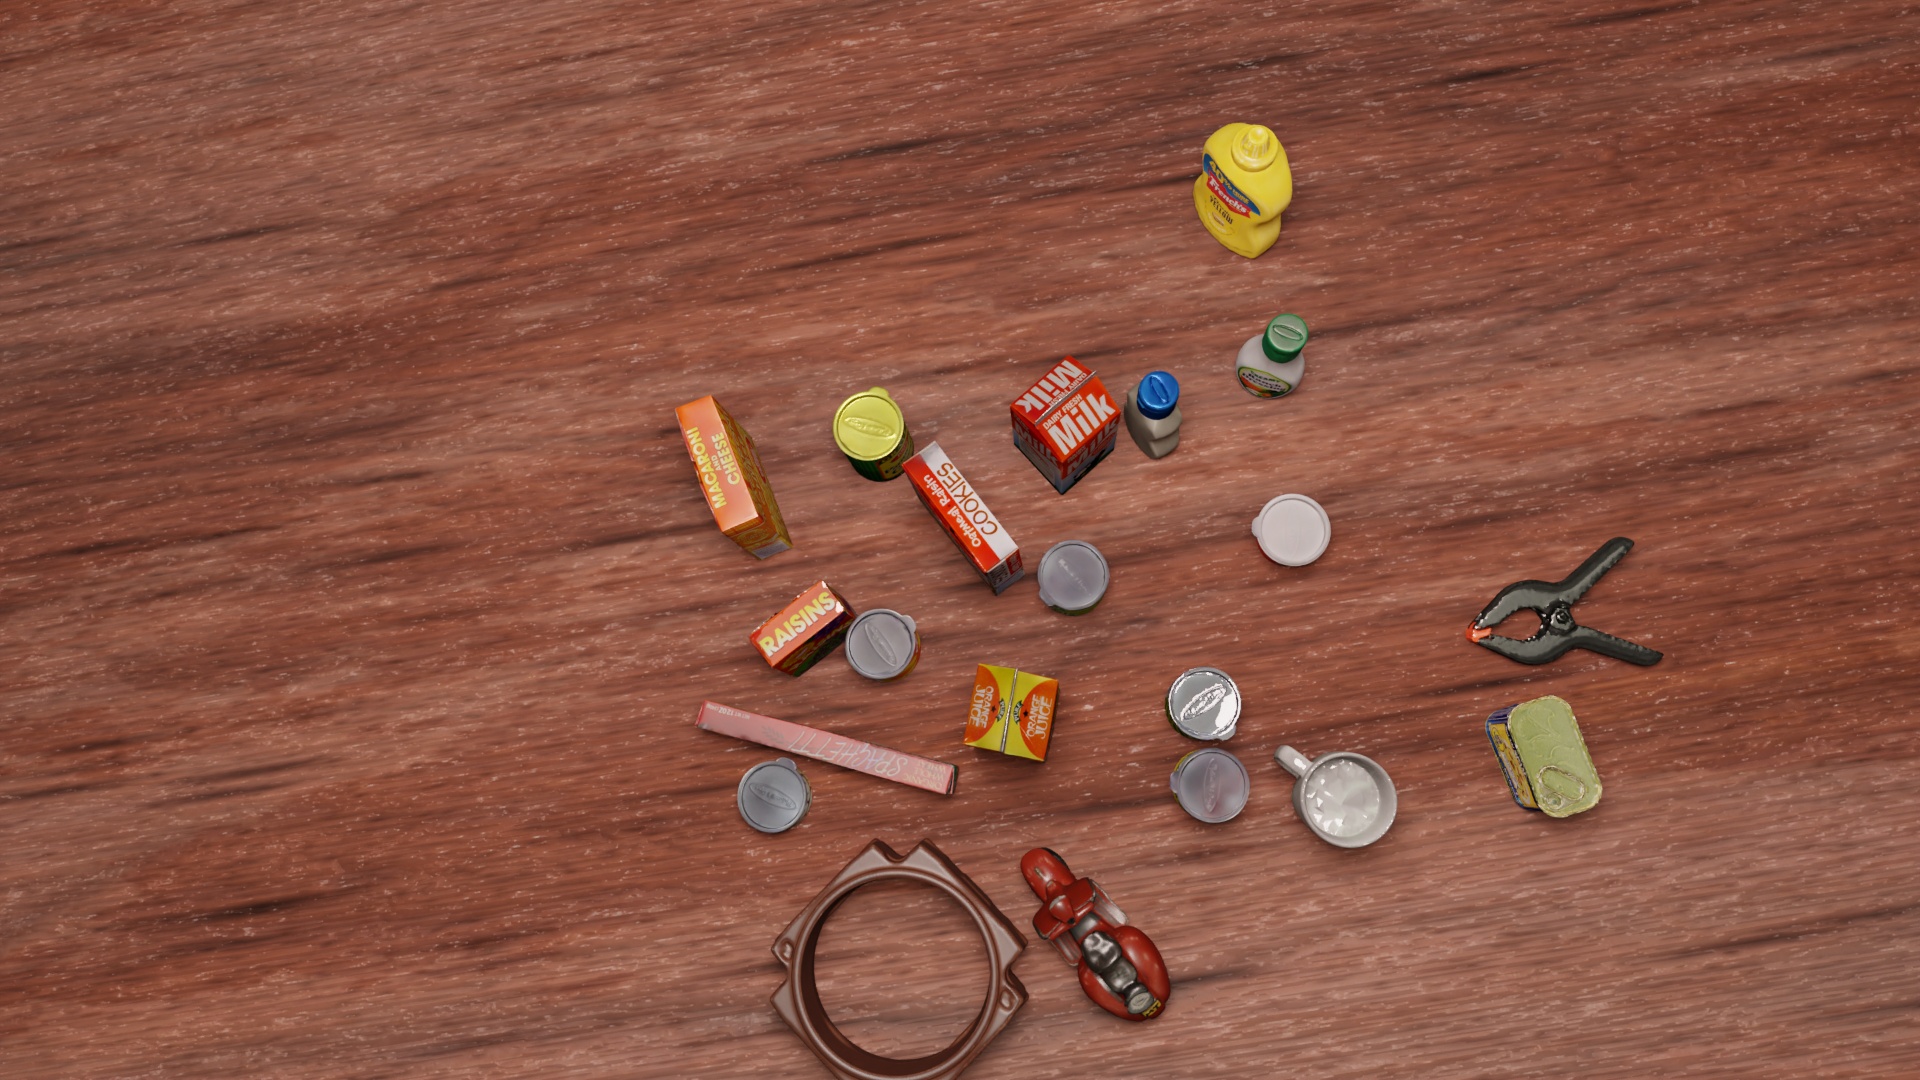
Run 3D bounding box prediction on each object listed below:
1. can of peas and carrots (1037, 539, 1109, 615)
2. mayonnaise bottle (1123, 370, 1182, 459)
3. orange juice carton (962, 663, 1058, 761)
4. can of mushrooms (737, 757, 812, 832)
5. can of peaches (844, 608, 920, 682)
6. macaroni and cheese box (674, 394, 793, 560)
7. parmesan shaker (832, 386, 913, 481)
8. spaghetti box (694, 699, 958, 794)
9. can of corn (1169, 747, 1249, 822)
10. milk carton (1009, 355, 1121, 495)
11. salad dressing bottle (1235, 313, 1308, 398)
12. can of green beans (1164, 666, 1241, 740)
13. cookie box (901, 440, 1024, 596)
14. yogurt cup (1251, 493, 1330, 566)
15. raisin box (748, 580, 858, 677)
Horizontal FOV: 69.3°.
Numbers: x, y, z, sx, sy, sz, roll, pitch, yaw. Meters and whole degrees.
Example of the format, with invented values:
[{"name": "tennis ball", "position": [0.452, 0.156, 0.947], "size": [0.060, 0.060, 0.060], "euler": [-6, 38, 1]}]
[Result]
[{"name": "can of peas and carrots", "position": [0.105, 0.038, 1.316], "size": [0.071, 0.058, 0.071], "euler": [-1, 80, 4]}, {"name": "mayonnaise bottle", "position": [0.181, -0.120, 1.293], "size": [0.041, 0.148, 0.065], "euler": [-30, 80, -1]}, {"name": "orange juice carton", "position": [0.047, 0.154, 1.232], "size": [0.073, 0.192, 0.072], "euler": [11, 82, 6]}, {"name": "can of mushrooms", "position": [-0.174, 0.240, 1.314], "size": [0.071, 0.033, 0.071], "euler": [-1, 80, 4]}, {"name": "can of peaches", "position": [-0.071, 0.099, 1.319], "size": [0.071, 0.058, 0.071], "euler": [-1, 80, 4]}, {"name": "macaroni and cheese box", "position": [-0.210, -0.054, 1.301], "size": [0.040, 0.166, 0.124], "euler": [-23, 80, 0]}, {"name": "parmesan shaker", "position": [-0.080, -0.100, 1.332], "size": [0.071, 0.103, 0.071], "euler": [-1, 80, 4]}, {"name": "spaghetti box", "position": [-0.124, 0.195, 1.309], "size": [0.250, 0.050, 0.029], "euler": [14, 82, 6]}, {"name": "can of corn", "position": [0.226, 0.224, 1.275], "size": [0.071, 0.058, 0.071], "euler": [-1, 80, 4]}, {"name": "milk carton", "position": [0.096, -0.108, 1.276], "size": [0.072, 0.190, 0.073], "euler": [-41, 80, -3]}, {"name": "salad dressing bottle", "position": [0.293, -0.172, 1.295], "size": [0.064, 0.147, 0.044], "euler": [23, 83, 8]}, {"name": "can of green beans", "position": [0.224, 0.152, 1.288], "size": [0.071, 0.057, 0.071], "euler": [-1, 80, 4]}, {"name": "cookie box", "position": [0.005, -0.016, 1.278], "size": [0.040, 0.167, 0.123], "euler": [-38, 80, -2]}, {"name": "yogurt cup", "position": [0.311, -0.006, 1.312], "size": [0.072, 0.054, 0.072], "euler": [-1, 80, 4]}, {"name": "raisin box", "position": [-0.141, 0.083, 1.293], "size": [0.086, 0.123, 0.040], "euler": [-37, 80, -2]}]
